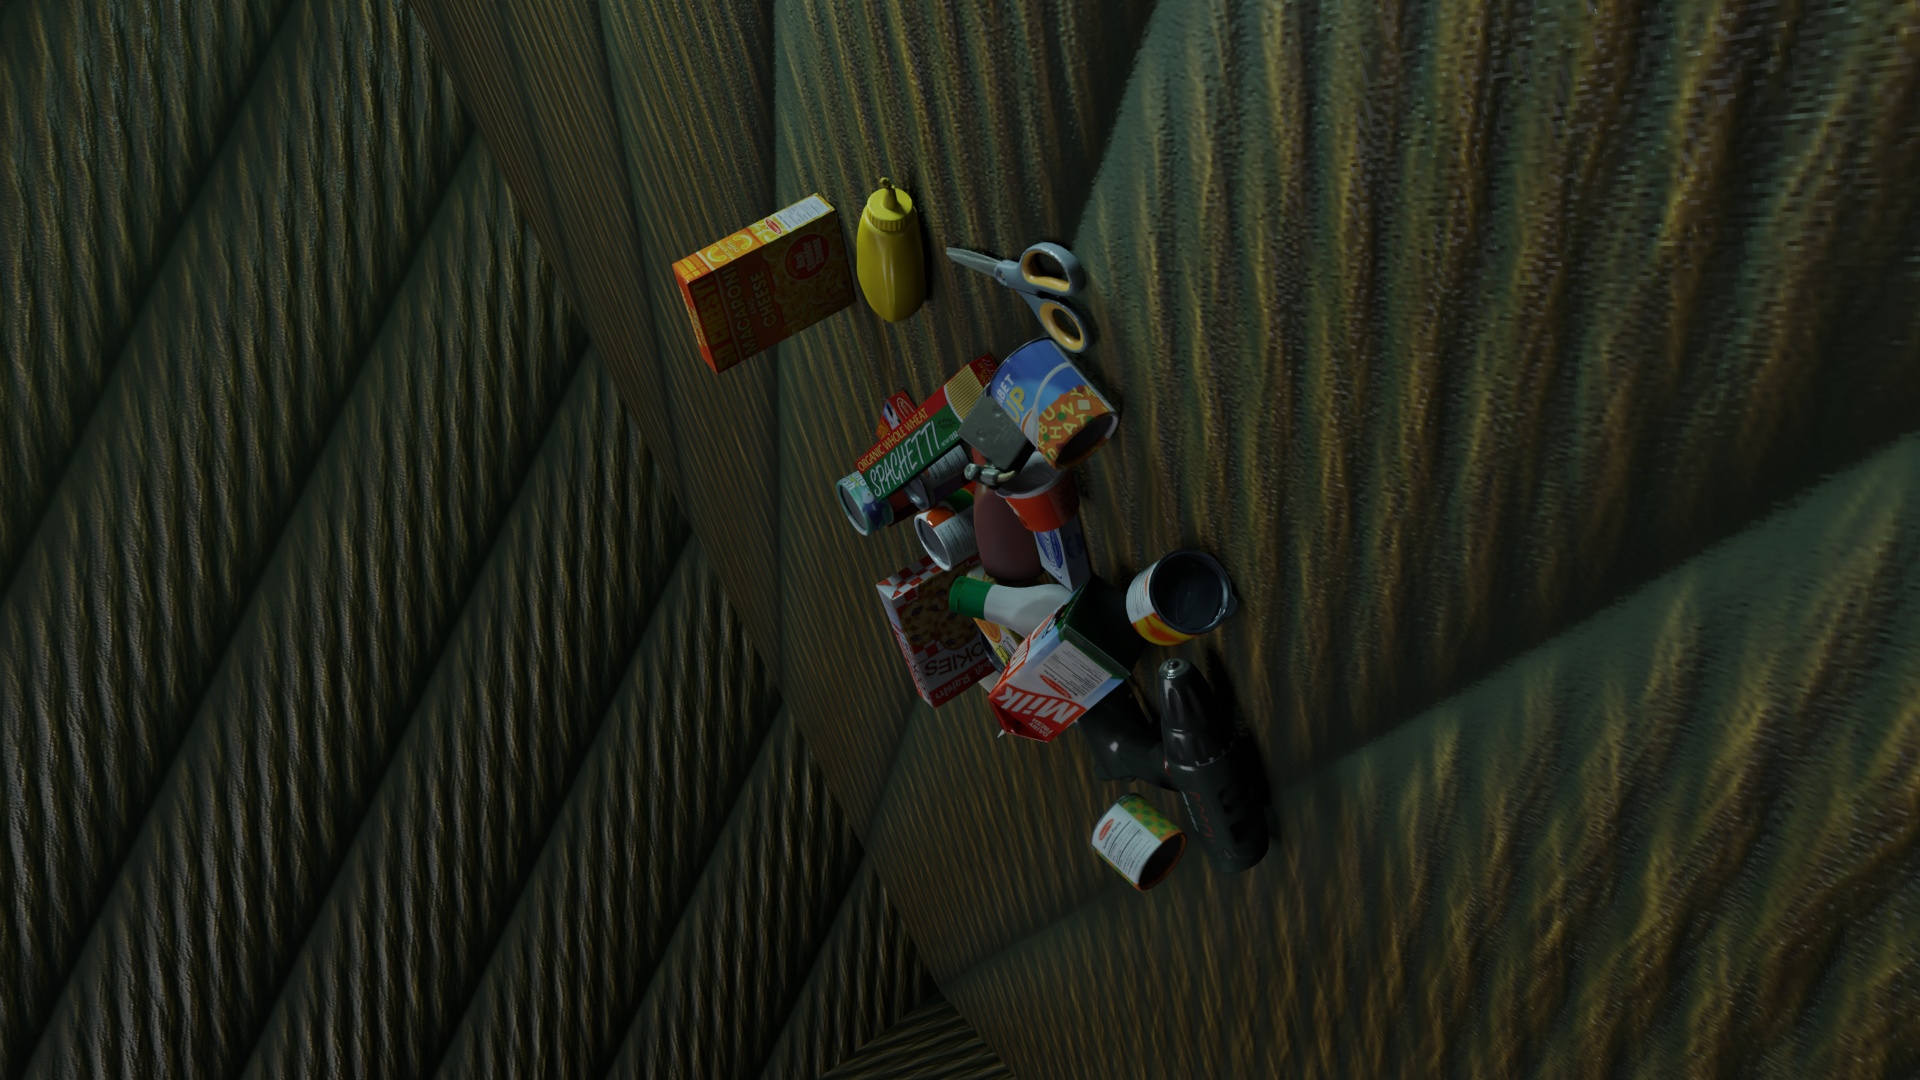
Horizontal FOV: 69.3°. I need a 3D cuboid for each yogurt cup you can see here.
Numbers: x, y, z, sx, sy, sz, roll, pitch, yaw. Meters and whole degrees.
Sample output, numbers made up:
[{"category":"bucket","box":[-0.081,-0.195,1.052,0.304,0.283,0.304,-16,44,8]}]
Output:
[{"category":"yogurt cup","box":[0.069,-0.044,1.195,0.072,0.072,0.053,38,161,49]}]

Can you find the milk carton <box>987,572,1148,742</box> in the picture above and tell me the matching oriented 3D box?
[{"category":"milk carton","box":[0.090,0.116,1.253,0.073,0.073,0.189,37,138,-3]}]

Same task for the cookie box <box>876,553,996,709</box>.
[{"category":"cookie box","box":[-0.009,0.090,1.535,0.040,0.123,0.166,38,153,50]}]

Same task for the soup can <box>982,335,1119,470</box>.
[{"category":"soup can","box":[0.070,-0.104,1.075,0.084,0.071,0.071,52,161,20]}]

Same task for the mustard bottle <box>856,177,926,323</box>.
[{"category":"mustard bottle","box":[-0.060,-0.259,1.213,0.065,0.049,0.159,51,161,22]}]

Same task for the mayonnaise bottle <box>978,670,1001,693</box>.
[{"category":"mayonnaise bottle","box":[0.034,0.149,1.657,0.148,0.041,0.064,41,154,48]}]

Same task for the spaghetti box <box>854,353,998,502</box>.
[{"category":"spaghetti box","box":[-0.030,-0.100,1.313,0.050,0.029,0.249,59,146,2]}]

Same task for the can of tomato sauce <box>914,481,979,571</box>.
[{"category":"can of tomato sauce","box":[0.005,-0.017,1.382,0.071,0.083,0.071,50,160,25]}]

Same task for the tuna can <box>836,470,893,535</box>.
[{"category":"tuna can","box":[-0.101,-0.042,1.456,0.071,0.033,0.070,51,160,27]}]

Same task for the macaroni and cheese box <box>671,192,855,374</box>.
[{"category":"macaroni and cheese box","box":[-0.194,-0.256,1.388,0.040,0.167,0.123,47,159,35]}]

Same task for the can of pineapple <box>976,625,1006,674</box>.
[{"category":"can of pineapple","box":[0.061,0.106,1.480,0.071,0.058,0.070,50,160,25]}]

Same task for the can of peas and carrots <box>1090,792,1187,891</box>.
[{"category":"can of peas and carrots","box":[0.161,0.269,1.241,0.059,0.071,0.070,38,154,35]}]

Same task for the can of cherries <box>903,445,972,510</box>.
[{"category":"can of cherries","box":[-0.029,-0.072,1.427,0.071,0.058,0.071,49,160,25]}]

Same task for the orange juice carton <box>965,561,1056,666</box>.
[{"category":"orange juice carton","box":[0.082,0.101,1.388,0.193,0.073,0.071,55,162,10]}]

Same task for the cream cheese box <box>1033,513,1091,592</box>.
[{"category":"cream cheese box","box":[0.089,-0.006,1.270,0.053,0.024,0.103,42,156,47]}]

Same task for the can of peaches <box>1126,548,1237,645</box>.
[{"category":"can of peaches","box":[0.169,0.046,1.068,0.071,0.071,0.058,57,162,5]}]

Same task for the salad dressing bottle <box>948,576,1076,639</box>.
[{"category":"salad dressing bottle","box":[0.062,0.067,1.315,0.148,0.044,0.064,13,118,22]}]

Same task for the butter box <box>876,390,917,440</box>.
[{"category":"butter box","box":[-0.063,-0.118,1.501,0.053,0.024,0.103,55,163,8]}]

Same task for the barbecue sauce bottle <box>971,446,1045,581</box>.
[{"category":"barbecue sauce bottle","box":[0.041,-0.032,1.309,0.065,0.044,0.147,1,125,21]}]
